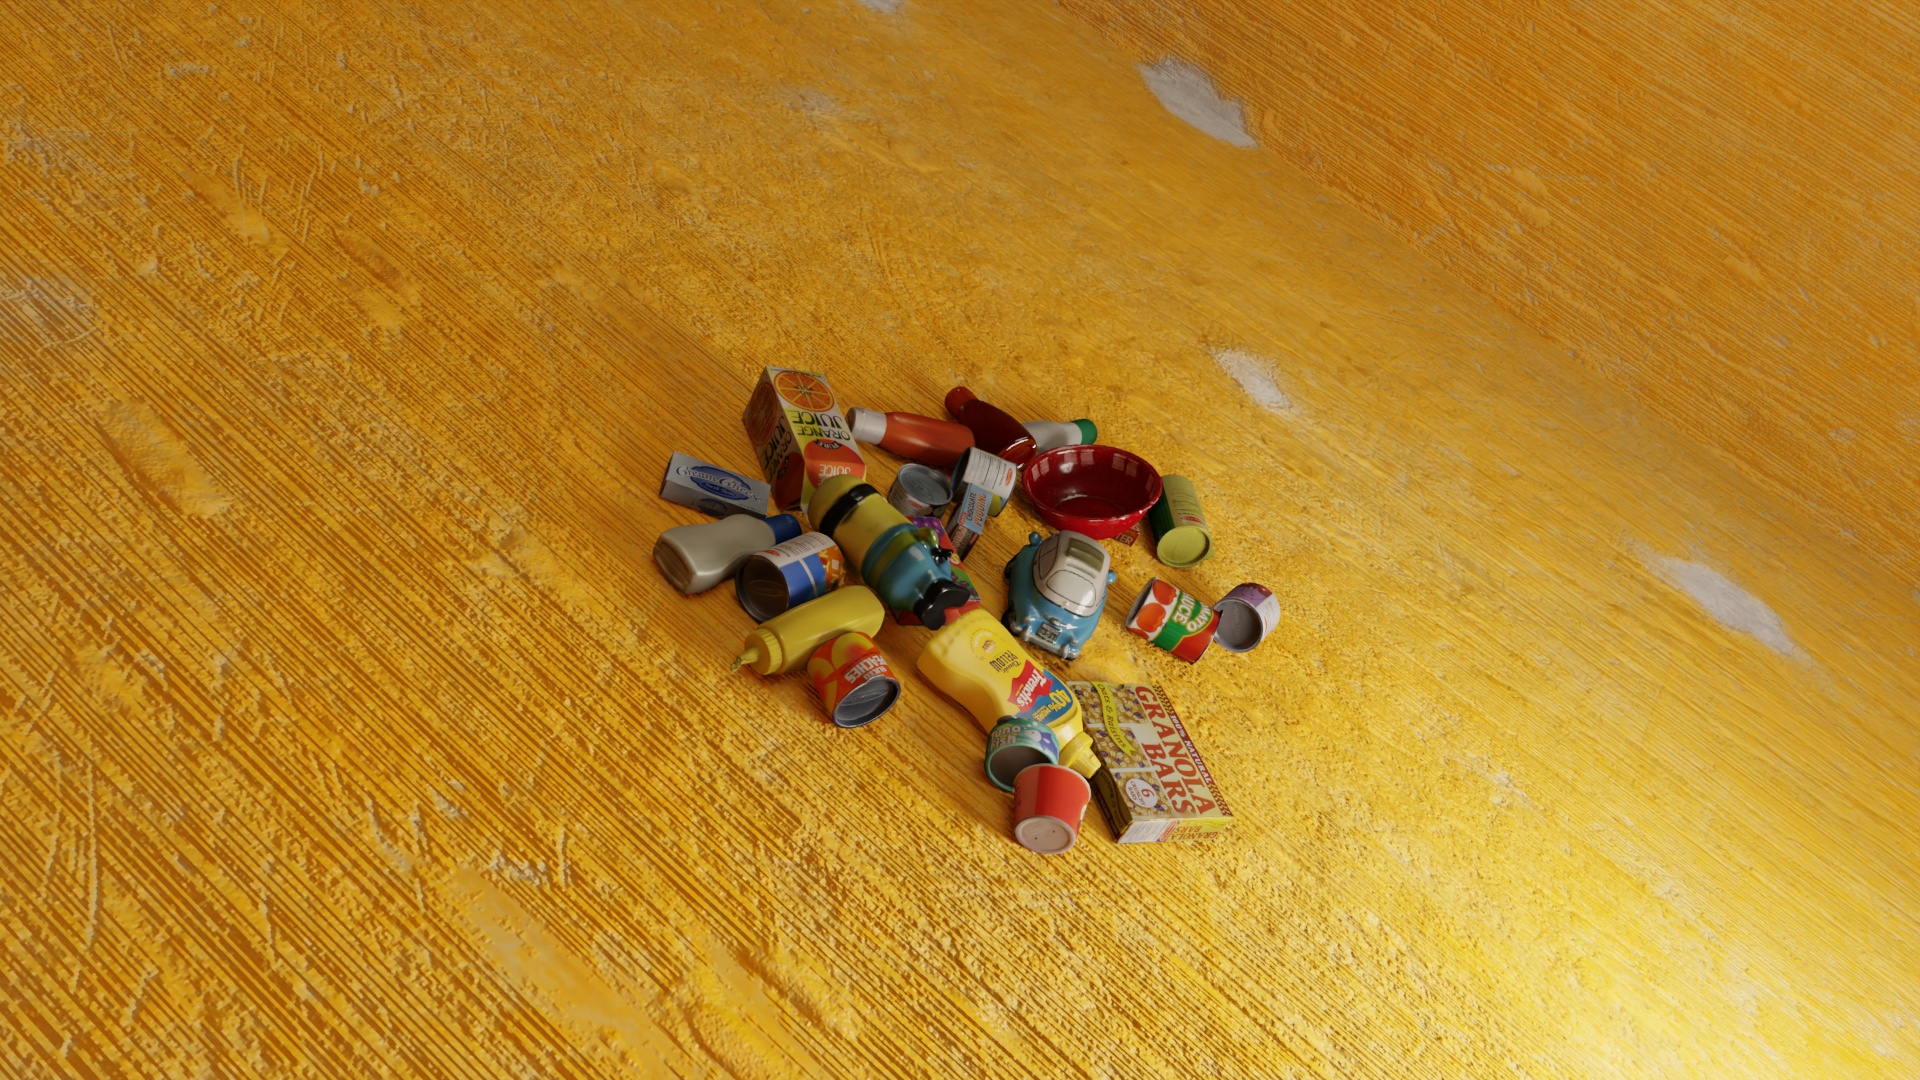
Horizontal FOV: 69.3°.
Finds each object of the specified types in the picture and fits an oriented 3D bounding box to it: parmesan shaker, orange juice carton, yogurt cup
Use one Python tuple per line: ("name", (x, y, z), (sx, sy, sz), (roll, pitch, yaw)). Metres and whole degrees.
("parmesan shaker", (0.263, -0.023, 1.675), (0.071, 0.071, 0.103), (18, 35, -18))
("orange juice carton", (-0.158, -0.091, 1.439), (0.072, 0.072, 0.193), (5, 42, -34))
("yogurt cup", (0.077, 0.235, 1.207), (0.072, 0.072, 0.054), (25, 42, -9))

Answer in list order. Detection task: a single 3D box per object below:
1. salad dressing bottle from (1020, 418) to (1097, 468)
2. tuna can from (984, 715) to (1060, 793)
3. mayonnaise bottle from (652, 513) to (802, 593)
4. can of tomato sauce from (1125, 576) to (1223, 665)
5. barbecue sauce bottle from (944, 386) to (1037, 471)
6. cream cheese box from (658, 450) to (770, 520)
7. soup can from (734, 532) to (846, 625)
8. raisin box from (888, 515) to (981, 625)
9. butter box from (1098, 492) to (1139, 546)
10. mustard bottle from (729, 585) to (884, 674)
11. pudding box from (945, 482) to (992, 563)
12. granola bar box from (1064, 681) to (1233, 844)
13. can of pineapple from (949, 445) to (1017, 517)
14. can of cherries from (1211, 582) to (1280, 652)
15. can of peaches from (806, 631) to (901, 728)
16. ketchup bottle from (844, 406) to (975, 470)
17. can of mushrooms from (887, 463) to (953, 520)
("salad dressing bottle", (0.115, -0.124, 1.714), (0.064, 0.043, 0.148), (44, 35, 23))
("tuna can", (0.054, 0.191, 1.240), (0.071, 0.070, 0.033), (24, 35, -9))
("mayonnaise bottle", (-0.213, 0.006, 1.303), (0.065, 0.041, 0.148), (47, 36, 21))
("can of tomato sauce", (0.231, 0.085, 1.508), (0.083, 0.070, 0.071), (29, 34, -2))
("barbecue sauce bottle", (0.029, -0.134, 1.641), (0.149, 0.065, 0.043), (49, -8, 45))
("cream cheese box", (-0.241, -0.049, 1.367), (0.104, 0.024, 0.053), (20, 34, -16))
("soup can", (-0.157, 0.036, 1.287), (0.071, 0.071, 0.084), (42, 35, 17))
("raisin box", (-0.043, 0.028, 1.403), (0.086, 0.040, 0.124), (3, 42, -33))
("butter box", (0.187, -0.039, 1.675), (0.053, 0.024, 0.104), (22, 34, -11))
("mustard bottle", (-0.141, 0.086, 1.236), (0.161, 0.065, 0.049), (-18, 61, -44))
("pudding box", (0.005, -0.019, 1.490), (0.030, 0.049, 0.084), (28, 34, -7))
("granola bar box", (0.172, 0.209, 1.332), (0.124, 0.038, 0.166), (6, 41, -32))
("can of pineapple", (0.024, -0.065, 1.552), (0.058, 0.070, 0.071), (22, 35, -12))
("can of cherries", (0.321, 0.086, 1.580), (0.071, 0.071, 0.058), (40, 35, 14))
("can of peaches", (-0.094, 0.120, 1.219), (0.071, 0.071, 0.058), (-2, 45, -39))
("ketchup bottle", (-0.058, -0.119, 1.577), (0.149, 0.043, 0.065), (12, 36, -25))
("can of mushrooms", (-0.042, -0.050, 1.509), (0.071, 0.033, 0.071), (20, 35, -14))
